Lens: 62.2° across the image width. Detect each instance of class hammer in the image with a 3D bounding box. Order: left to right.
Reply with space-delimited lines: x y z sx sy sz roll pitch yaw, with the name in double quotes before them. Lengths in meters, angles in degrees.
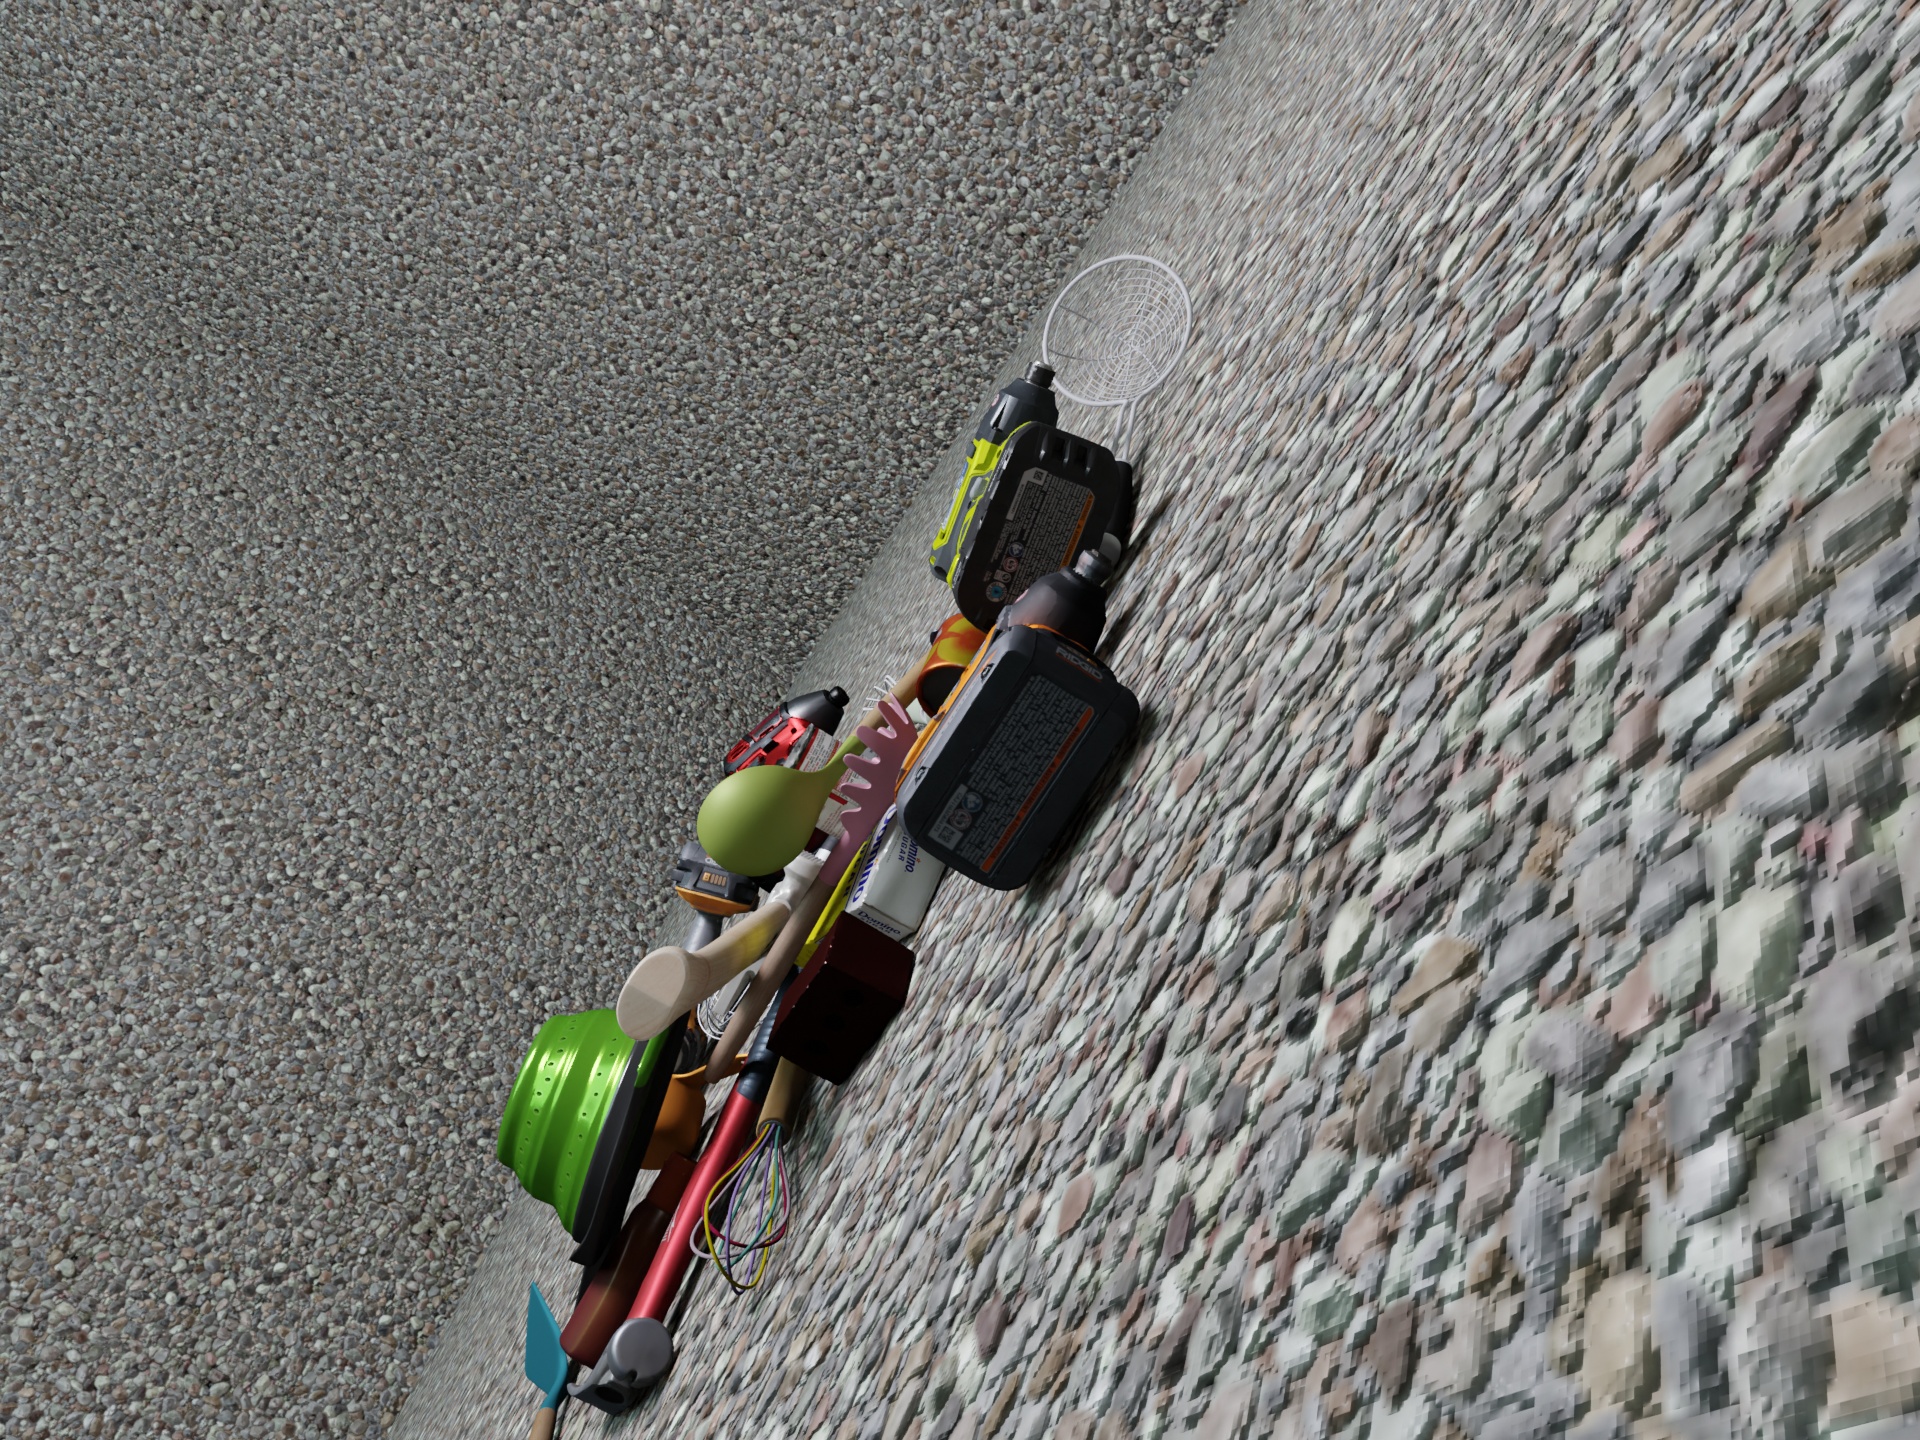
"hammer" -0.163 0.169 1.066 0.146 0.038 0.410 -63 -4 1
"hammer" -0.159 0.280 1.097 0.143 0.038 0.387 -51 12 50

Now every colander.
"colander" -0.292 0.340 1.188 0.205 0.094 0.396 -74 3 -55

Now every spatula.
"spatula" -0.313 0.518 1.145 0.317 0.044 0.082 -128 44 -79

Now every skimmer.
"skimmer" 0.105 -0.233 1.160 0.127 0.090 0.364 -19 30 22

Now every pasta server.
"pasta server" -0.105 0.120 1.042 0.316 0.040 0.060 -59 -7 23

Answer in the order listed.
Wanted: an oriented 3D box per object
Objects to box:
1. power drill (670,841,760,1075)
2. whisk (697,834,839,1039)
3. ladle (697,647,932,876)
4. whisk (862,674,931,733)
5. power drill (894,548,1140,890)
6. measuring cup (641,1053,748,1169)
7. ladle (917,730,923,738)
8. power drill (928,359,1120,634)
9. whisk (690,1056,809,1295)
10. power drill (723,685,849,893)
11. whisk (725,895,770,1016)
"power drill" -0.255 0.233 1.512 0.185 0.084 0.226 121 164 -82
"whisk" -0.130 0.147 1.344 0.285 0.070 0.070 -57 7 -24
"ladle" -0.070 -0.001 1.107 0.320 0.062 0.078 -48 -35 -45
"whisk" -0.043 -0.011 1.420 0.246 0.059 0.058 -170 74 -77
"power drill" 0.036 -0.012 0.850 0.164 0.084 0.226 -57 5 10
"measuring cup" -0.225 0.314 1.281 0.173 0.095 0.052 -29 37 34
"ladle" -0.076 0.038 1.484 0.069 0.031 0.315 -63 11 -16
"power drill" 0.038 -0.153 1.085 0.223 0.080 0.171 -109 39 -70
"whisk" -0.114 0.250 0.934 0.051 0.047 0.245 -58 5 14
"power drill" -0.156 0.054 1.495 0.143 0.078 0.220 -39 26 12
"whisk" -0.174 0.172 1.526 0.239 0.055 0.055 -66 10 -15
